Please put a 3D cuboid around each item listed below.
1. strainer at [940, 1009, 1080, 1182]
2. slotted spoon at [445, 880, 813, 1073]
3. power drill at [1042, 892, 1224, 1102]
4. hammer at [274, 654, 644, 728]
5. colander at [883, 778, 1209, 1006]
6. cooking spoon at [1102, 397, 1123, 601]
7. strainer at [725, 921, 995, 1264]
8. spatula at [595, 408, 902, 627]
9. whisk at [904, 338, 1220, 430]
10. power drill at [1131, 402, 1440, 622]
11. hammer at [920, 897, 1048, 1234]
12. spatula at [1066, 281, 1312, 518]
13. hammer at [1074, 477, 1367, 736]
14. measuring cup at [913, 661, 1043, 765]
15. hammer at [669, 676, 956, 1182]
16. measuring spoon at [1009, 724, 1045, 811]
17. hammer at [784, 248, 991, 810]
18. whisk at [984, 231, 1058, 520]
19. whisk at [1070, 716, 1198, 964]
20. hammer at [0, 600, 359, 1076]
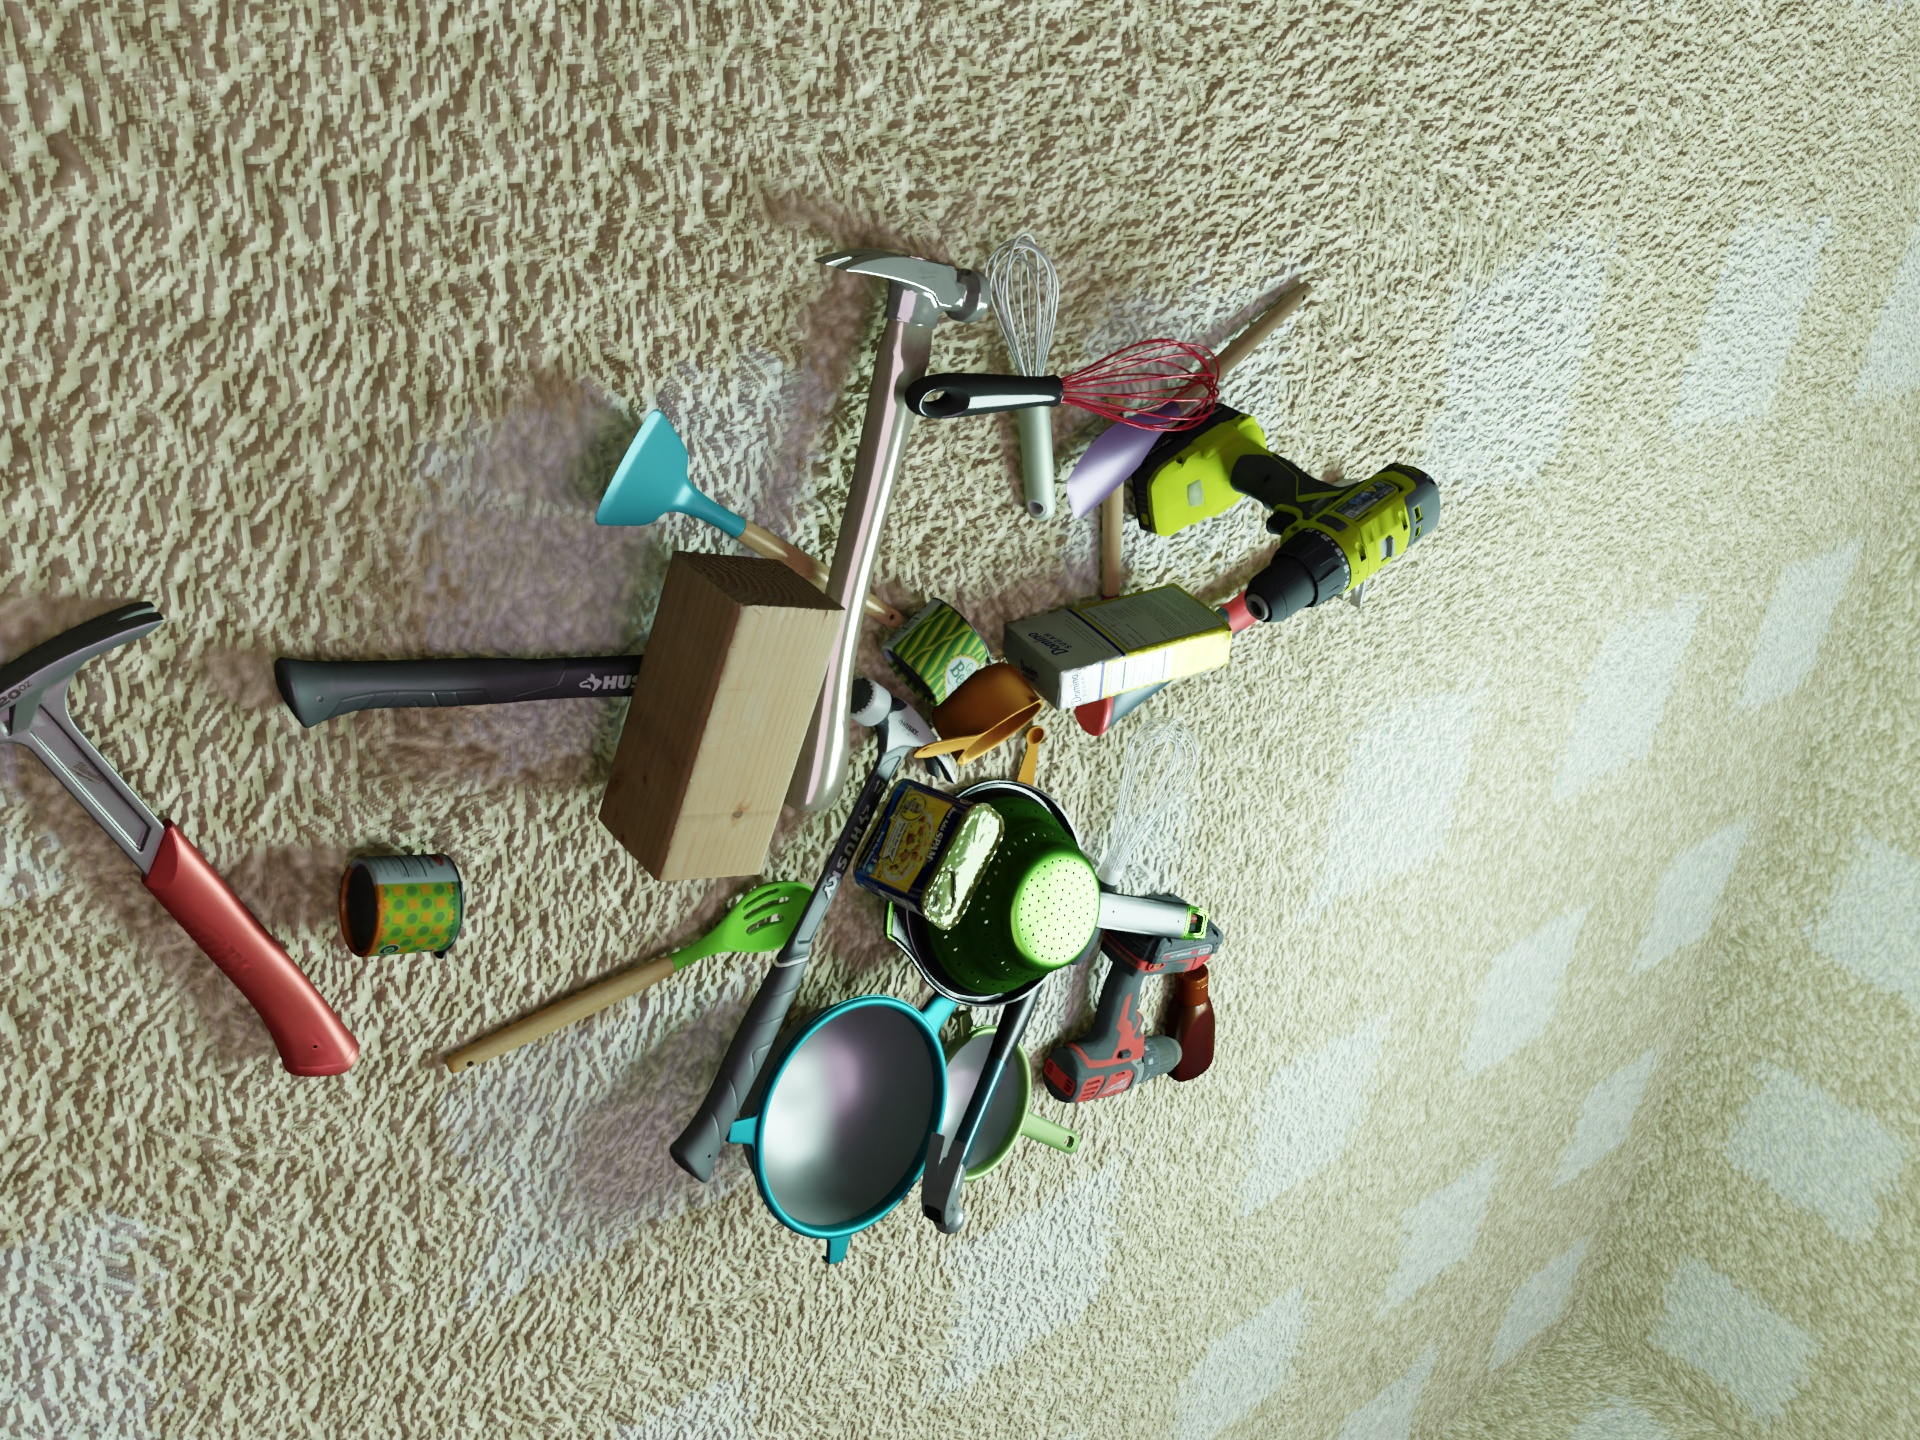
[{"bbox_3d":[0.027,0.384,1.571,0.256,0.069,0.151,35,69,-45],"label":"strainer"},{"bbox_3d":[-0.250,0.199,1.241,0.313,0.031,0.070,-23,129,-29],"label":"slotted spoon"},{"bbox_3d":[0.194,0.299,1.681,0.187,0.080,0.226,0,118,-43],"label":"power drill"},{"bbox_3d":[-0.281,-0.032,1.056,0.334,0.035,0.146,-3,118,-41],"label":"hammer"},{"bbox_3d":[0.116,0.172,1.440,0.396,0.094,0.204,13,86,-39],"label":"colander"},{"bbox_3d":[0.131,-0.133,1.385,0.069,0.017,0.318,-25,131,-29],"label":"cooking spoon"},{"bbox_3d":[-0.080,0.291,1.415,0.340,0.095,0.210,-49,126,-28],"label":"strainer"},{"bbox_3d":[-0.135,-0.122,1.128,0.317,0.044,0.082,27,91,-49],"label":"spatula"},{"bbox_3d":[0.084,-0.244,1.177,0.295,0.073,0.073,-10,122,-34],"label":"whisk"},{"bbox_3d":[0.250,-0.170,1.312,0.190,0.229,0.080,-34,134,-22],"label":"power drill"},{"bbox_3d":[0.039,0.305,1.479,0.128,0.033,0.331,75,35,-59],"label":"hammer"},{"bbox_3d":[0.195,-0.279,1.334,0.316,0.018,0.059,-43,140,-21],"label":"spatula"},{"bbox_3d":[0.257,-0.084,1.505,0.386,0.038,0.143,-35,136,-26],"label":"hammer"},{"bbox_3d":[-0.002,-0.004,1.279,0.095,0.052,0.173,-41,166,28],"label":"measuring cup"},{"bbox_3d":[-0.124,0.174,1.273,0.149,0.036,0.409,37,75,-51],"label":"hammer"},{"bbox_3d":[0.056,0.053,1.444,0.021,0.011,0.116,-6,123,-29],"label":"measuring spoon"},{"bbox_3d":[-0.080,-0.127,1.145,0.146,0.038,0.410,-5,115,-48],"label":"hammer"},{"bbox_3d":[0.055,-0.256,1.217,0.246,0.058,0.059,82,30,-43],"label":"whisk"},{"bbox_3d":[0.158,0.121,1.550,0.070,0.070,0.284,0,119,-43],"label":"whisk"},{"bbox_3d":[-0.461,0.098,0.972,0.149,0.037,0.358,-37,135,-19],"label":"hammer"}]
